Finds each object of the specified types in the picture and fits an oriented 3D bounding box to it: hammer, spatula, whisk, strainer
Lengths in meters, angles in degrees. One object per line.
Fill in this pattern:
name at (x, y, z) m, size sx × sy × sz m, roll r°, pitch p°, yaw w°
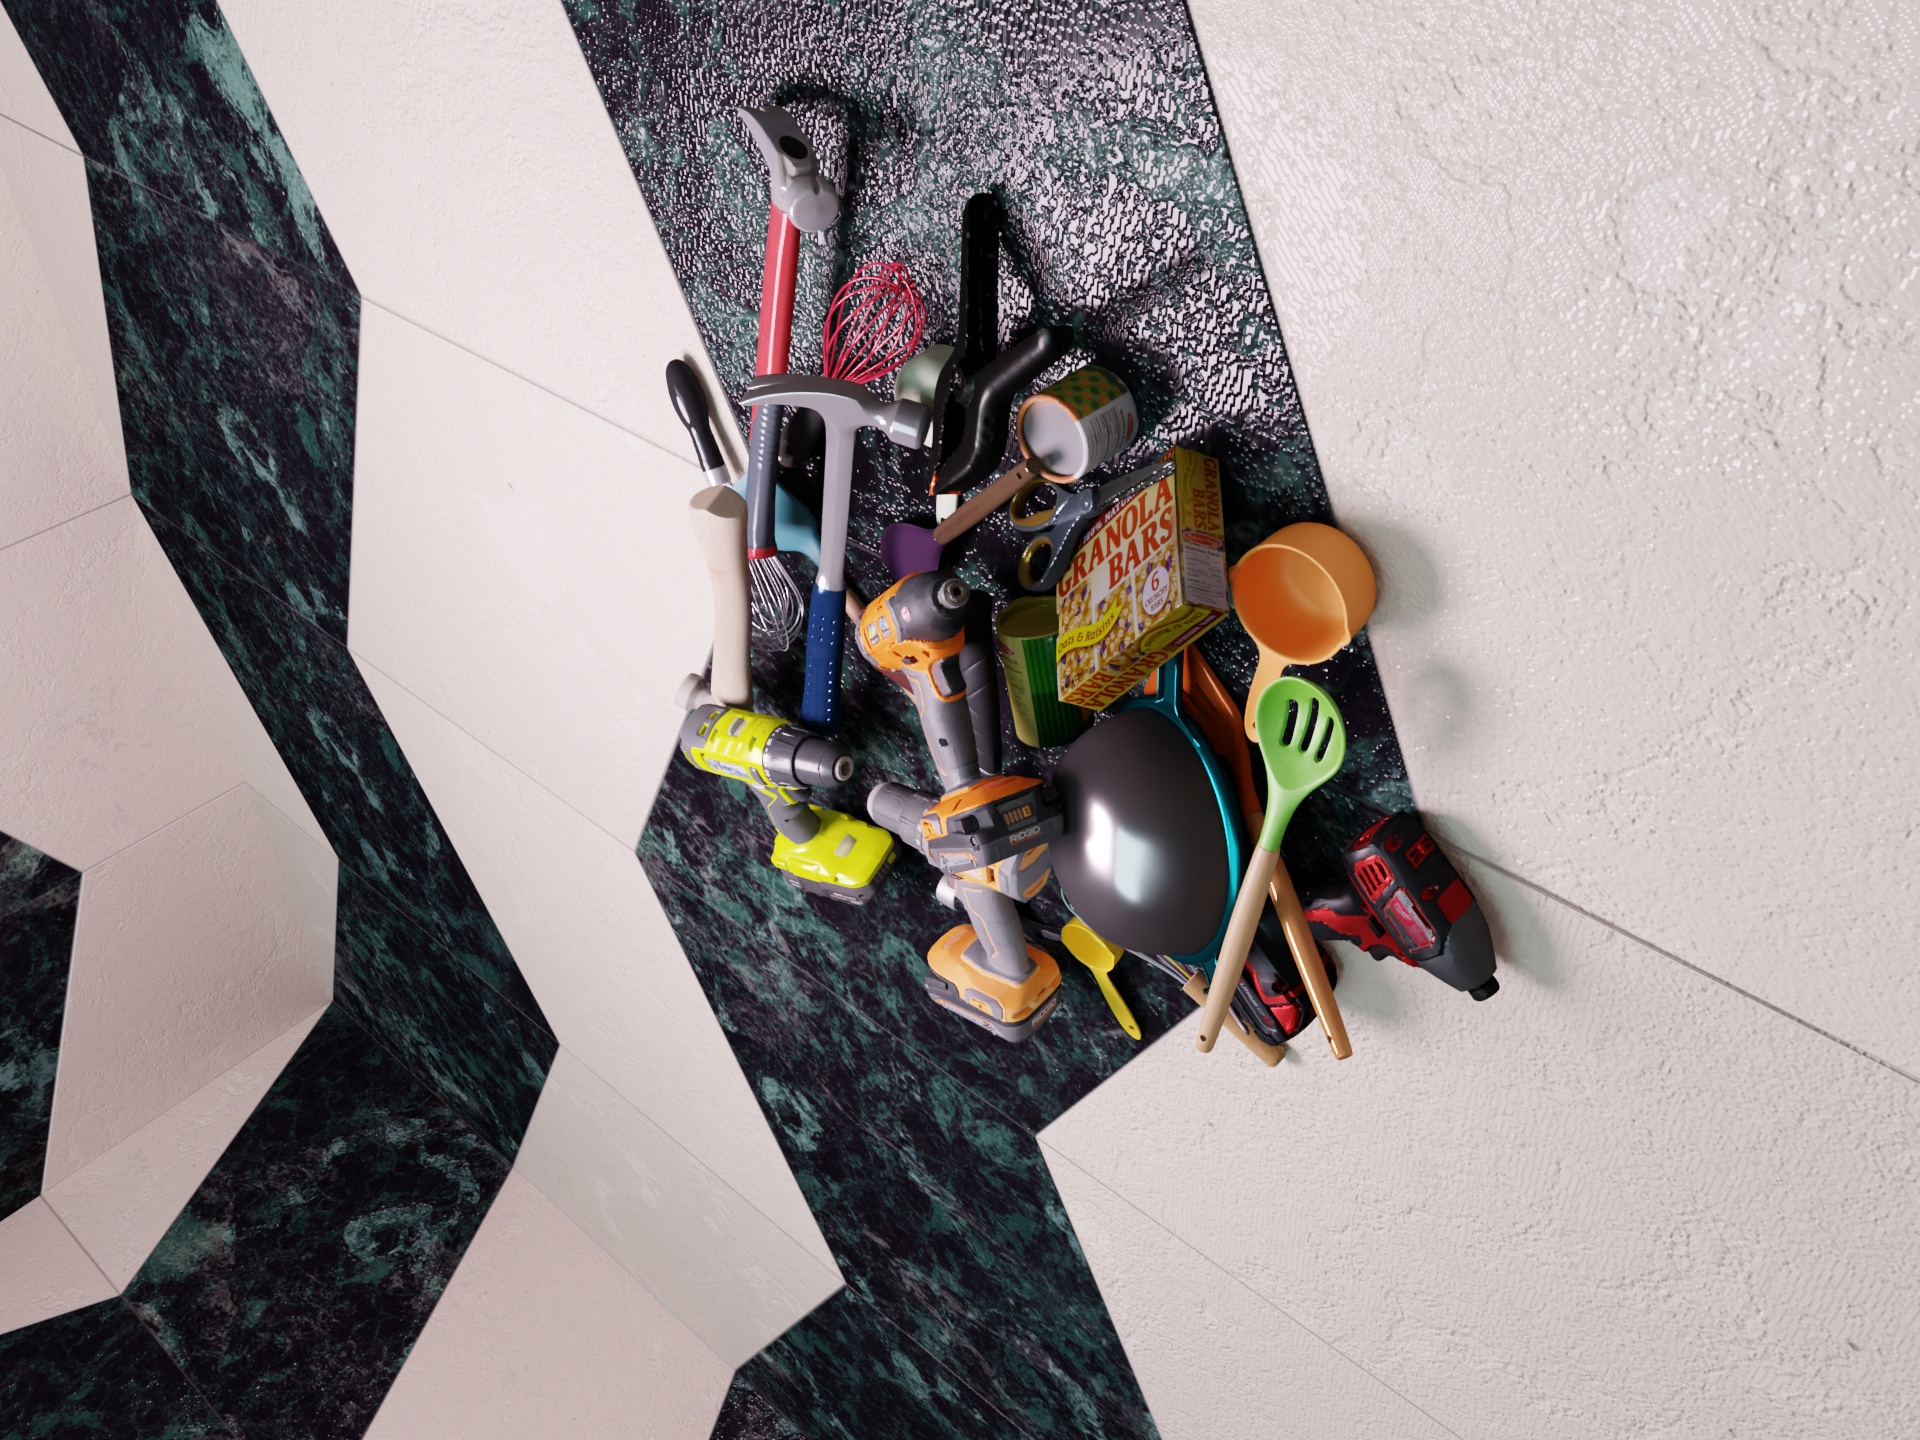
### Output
hammer at (-0.114, -0.125, 1.335) m, size 0.144 × 0.035 × 0.405 m, roll 18°, pitch 142°, yaw 6°
spatula at (-0.096, -0.089, 1.426) m, size 0.082 × 0.044 × 0.317 m, roll -37°, pitch 91°, yaw 39°
whisk at (0.180, 0.207, 1.363) m, size 0.245 × 0.051 × 0.047 m, roll 42°, pitch 138°, yaw 11°
whisk at (-0.212, -0.195, 1.464) m, size 0.070 × 0.070 × 0.284 m, roll 0°, pitch 115°, yaw 49°
hammer at (0.027, 0.052, 1.382) m, size 0.149 × 0.036 × 0.408 m, roll 27°, pitch 142°, yaw 30°
strainer at (0.122, 0.033, 1.187) m, size 0.211 × 0.095 × 0.340 m, roll -137°, pitch 41°, yaw -57°
spatula at (0.212, 0.092, 1.151) m, size 0.081 × 0.041 × 0.323 m, roll 122°, pitch 138°, yaw -53°
spatula at (-0.007, -0.153, 1.243) m, size 0.060 × 0.018 × 0.316 m, roll 58°, pitch 158°, yaw -4°
hammer at (-0.196, -0.078, 1.426) m, size 0.146 × 0.038 × 0.410 m, roll 28°, pitch 155°, yaw 7°
hammer at (-0.156, -0.289, 1.276) m, size 0.386 × 0.038 × 0.143 m, roll 104°, pitch 148°, yaw -46°
whisk at (-0.098, -0.271, 1.266) m, size 0.073 × 0.073 × 0.296 m, roll 53°, pitch 151°, yaw 0°

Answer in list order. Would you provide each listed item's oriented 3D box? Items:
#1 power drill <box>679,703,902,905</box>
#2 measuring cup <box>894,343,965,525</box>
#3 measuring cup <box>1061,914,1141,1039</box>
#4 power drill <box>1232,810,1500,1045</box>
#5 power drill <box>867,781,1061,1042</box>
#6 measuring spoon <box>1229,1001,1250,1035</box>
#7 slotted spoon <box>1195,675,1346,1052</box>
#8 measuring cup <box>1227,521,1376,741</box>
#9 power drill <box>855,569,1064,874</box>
power drill at (-0.148, 0.080, 1.537) m, size 0.191 × 0.080 × 0.228 m, roll 11°, pitch 146°, yaw 36°
measuring cup at (-0.019, -0.209, 1.238) m, size 0.083 × 0.038 × 0.167 m, roll 31°, pitch 137°, yaw 29°
measuring cup at (0.141, 0.232, 1.452) m, size 0.062 × 0.029 × 0.156 m, roll 10°, pitch 138°, yaw 44°
power drill at (0.288, 0.162, 1.175) m, size 0.143 × 0.078 × 0.219 m, roll 54°, pitch 142°, yaw -1°
power drill at (0.002, 0.162, 1.425) m, size 0.185 × 0.084 × 0.226 m, roll 22°, pitch 135°, yaw 35°
measuring spoon at (0.222, 0.222, 1.292) m, size 0.034 × 0.018 × 0.124 m, roll 51°, pitch -173°, yaw -14°
slotted spoon at (0.208, 0.108, 1.113) m, size 0.070 × 0.031 × 0.313 m, roll 30°, pitch 123°, yaw 32°
measuring cup at (0.227, -0.057, 1.078) m, size 0.095 × 0.052 × 0.173 m, roll 34°, pitch 142°, yaw 26°
power drill at (-0.002, -0.004, 1.209) m, size 0.226 × 0.084 × 0.164 m, roll 70°, pitch 158°, yaw 2°
